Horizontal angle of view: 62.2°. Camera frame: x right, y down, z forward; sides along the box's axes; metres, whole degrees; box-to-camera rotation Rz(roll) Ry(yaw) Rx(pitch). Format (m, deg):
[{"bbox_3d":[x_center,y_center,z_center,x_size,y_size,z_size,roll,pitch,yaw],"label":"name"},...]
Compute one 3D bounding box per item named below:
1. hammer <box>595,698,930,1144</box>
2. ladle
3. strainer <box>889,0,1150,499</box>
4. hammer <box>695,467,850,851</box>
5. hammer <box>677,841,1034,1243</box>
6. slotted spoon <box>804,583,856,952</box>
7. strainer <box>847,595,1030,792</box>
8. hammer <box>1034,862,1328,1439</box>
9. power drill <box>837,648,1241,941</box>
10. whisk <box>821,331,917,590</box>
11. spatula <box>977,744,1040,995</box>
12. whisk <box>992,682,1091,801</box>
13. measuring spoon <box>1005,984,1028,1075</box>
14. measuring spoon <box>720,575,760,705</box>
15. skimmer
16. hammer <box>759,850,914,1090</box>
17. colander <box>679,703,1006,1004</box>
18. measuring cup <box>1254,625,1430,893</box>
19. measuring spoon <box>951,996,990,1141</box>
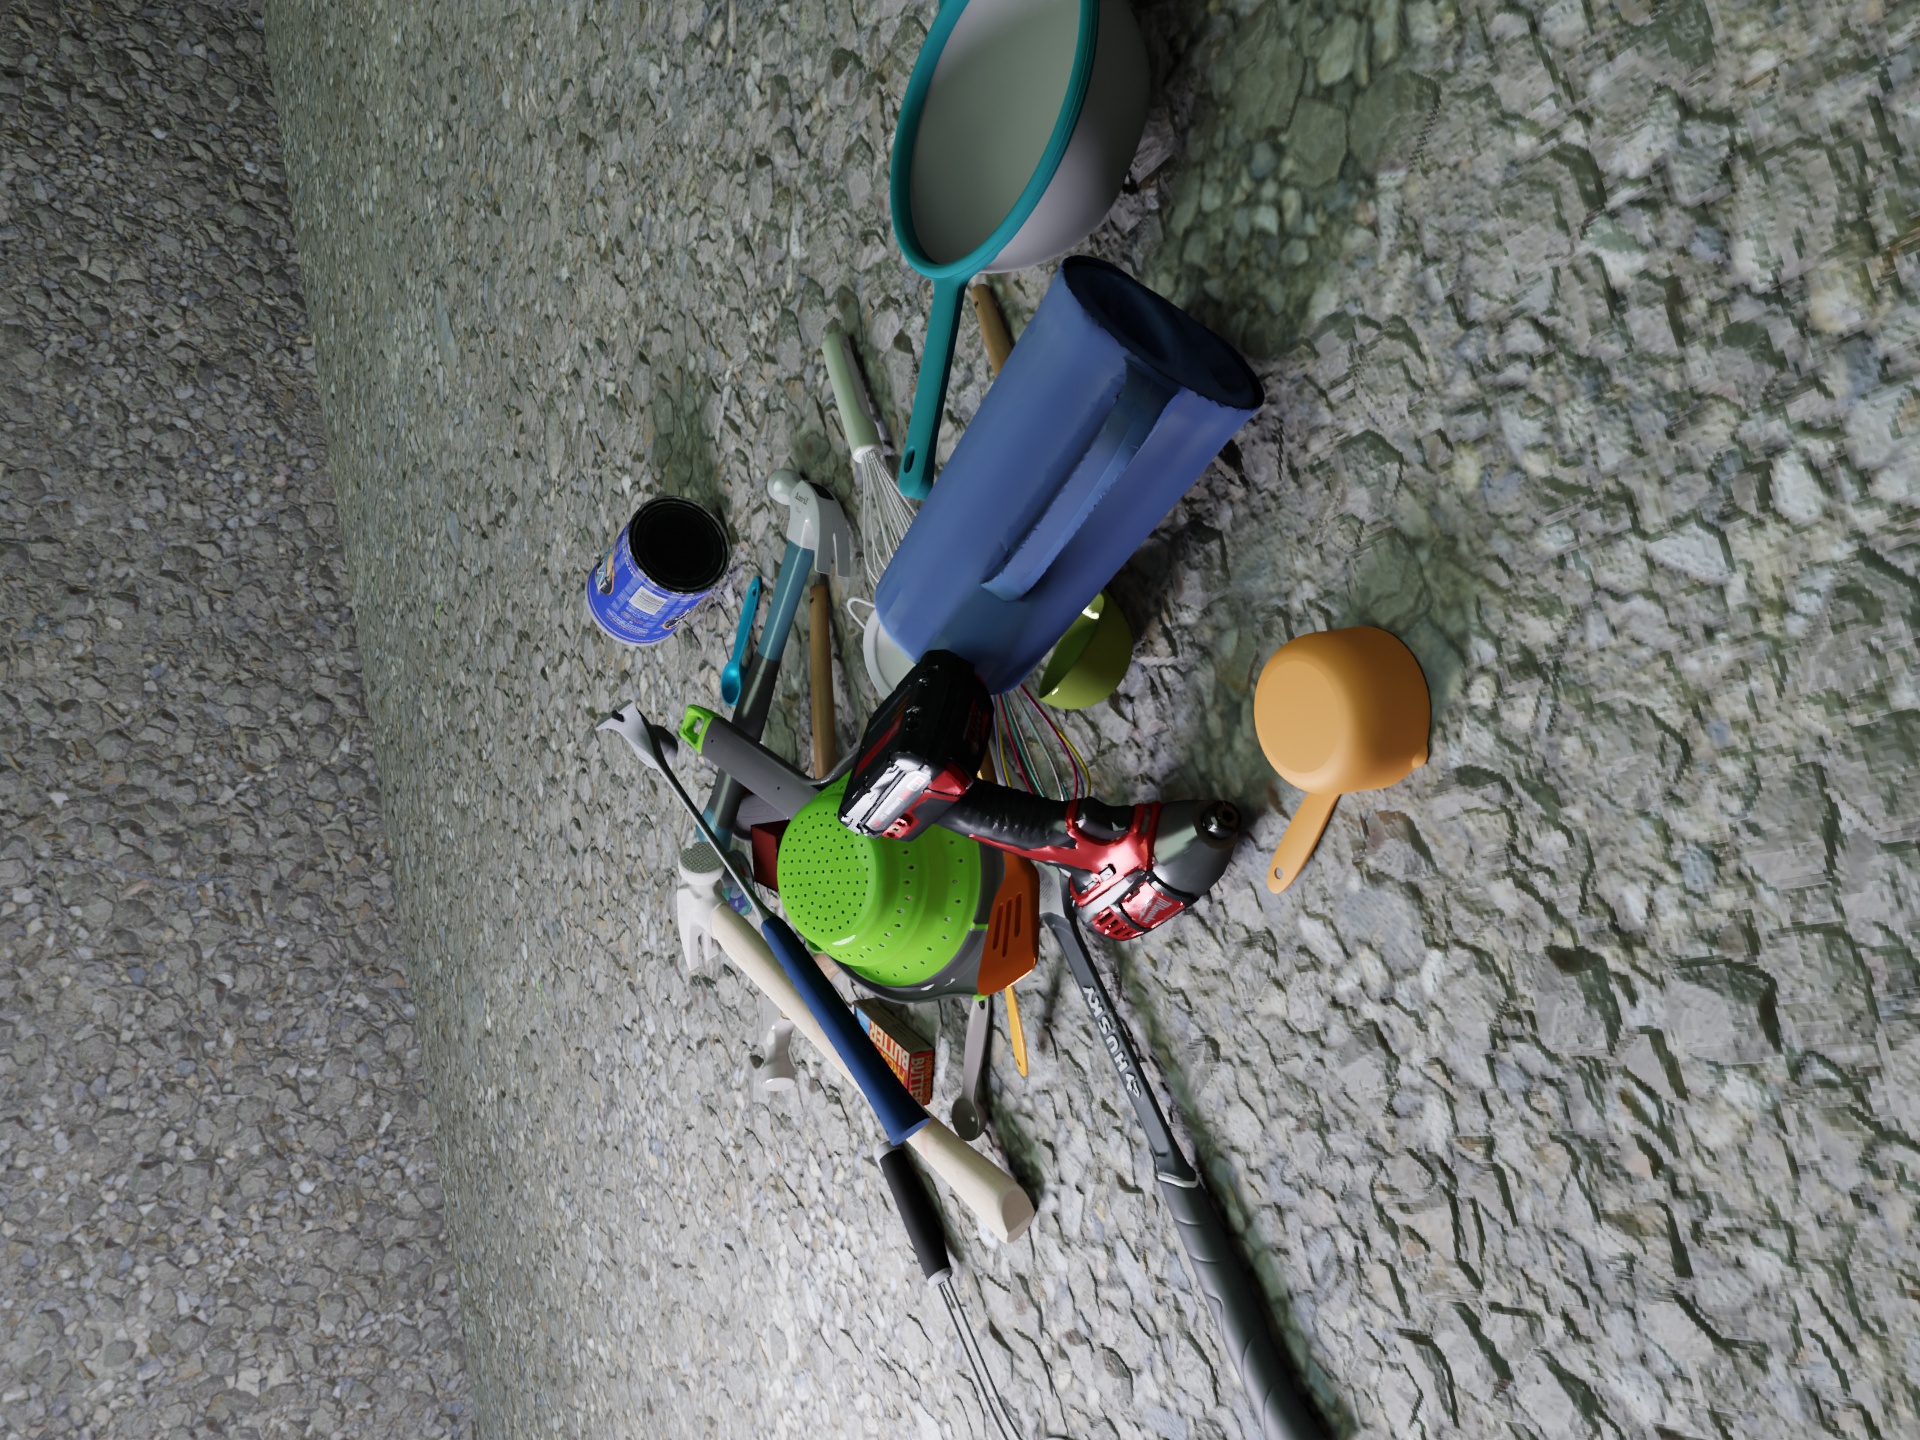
[{"bbox_3d":[-0.154,0.146,1.218,0.406,0.035,0.144,52,176,18],"label":"hammer"},{"bbox_3d":[0.045,-0.156,1.047,0.078,0.062,0.320,-46,55,54],"label":"ladle"},{"bbox_3d":[0.035,-0.295,0.960,0.211,0.095,0.340,19,99,58],"label":"strainer"},{"bbox_3d":[-0.169,-0.043,1.367,0.128,0.033,0.331,35,111,51],"label":"hammer"},{"bbox_3d":[-0.096,0.268,1.277,0.411,0.038,0.146,40,142,29],"label":"hammer"},{"bbox_3d":[-0.111,0.036,1.322,0.070,0.031,0.314,-19,69,46],"label":"slotted spoon"},{"bbox_3d":[-0.002,-0.004,1.164,0.259,0.050,0.086,54,133,30],"label":"strainer"},{"bbox_3d":[0.127,0.275,1.012,0.149,0.036,0.409,-55,51,49],"label":"hammer"},{"bbox_3d":[0.052,0.052,0.938,0.143,0.219,0.079,-46,23,53],"label":"power drill"},{"bbox_3d":[-0.069,-0.201,1.237,0.059,0.057,0.246,-26,67,21],"label":"whisk"},{"bbox_3d":[0.006,0.026,1.107,0.081,0.041,0.323,-40,60,53],"label":"spatula"},{"bbox_3d":[0.034,-0.030,1.108,0.047,0.051,0.245,-40,56,30],"label":"whisk"},{"bbox_3d":[0.034,0.210,1.115,0.021,0.011,0.116,-129,24,-50],"label":"measuring spoon"},{"bbox_3d":[-0.198,-0.074,1.495,0.042,0.021,0.128,39,118,50],"label":"measuring spoon"},{"bbox_3d":[-0.007,0.480,1.214,0.127,0.090,0.364,-40,53,16],"label":"skimmer"},{"bbox_3d":[-0.102,0.191,1.349,0.331,0.031,0.130,-50,38,45],"label":"hammer"},{"bbox_3d":[-0.124,0.078,1.228,0.397,0.094,0.204,31,107,37],"label":"colander"},{"bbox_3d":[0.184,0.030,0.855,0.095,0.052,0.173,51,134,41],"label":"measuring cup"},{"bbox_3d":[0.015,0.261,1.214,0.034,0.018,0.124,18,104,50],"label":"measuring spoon"}]
